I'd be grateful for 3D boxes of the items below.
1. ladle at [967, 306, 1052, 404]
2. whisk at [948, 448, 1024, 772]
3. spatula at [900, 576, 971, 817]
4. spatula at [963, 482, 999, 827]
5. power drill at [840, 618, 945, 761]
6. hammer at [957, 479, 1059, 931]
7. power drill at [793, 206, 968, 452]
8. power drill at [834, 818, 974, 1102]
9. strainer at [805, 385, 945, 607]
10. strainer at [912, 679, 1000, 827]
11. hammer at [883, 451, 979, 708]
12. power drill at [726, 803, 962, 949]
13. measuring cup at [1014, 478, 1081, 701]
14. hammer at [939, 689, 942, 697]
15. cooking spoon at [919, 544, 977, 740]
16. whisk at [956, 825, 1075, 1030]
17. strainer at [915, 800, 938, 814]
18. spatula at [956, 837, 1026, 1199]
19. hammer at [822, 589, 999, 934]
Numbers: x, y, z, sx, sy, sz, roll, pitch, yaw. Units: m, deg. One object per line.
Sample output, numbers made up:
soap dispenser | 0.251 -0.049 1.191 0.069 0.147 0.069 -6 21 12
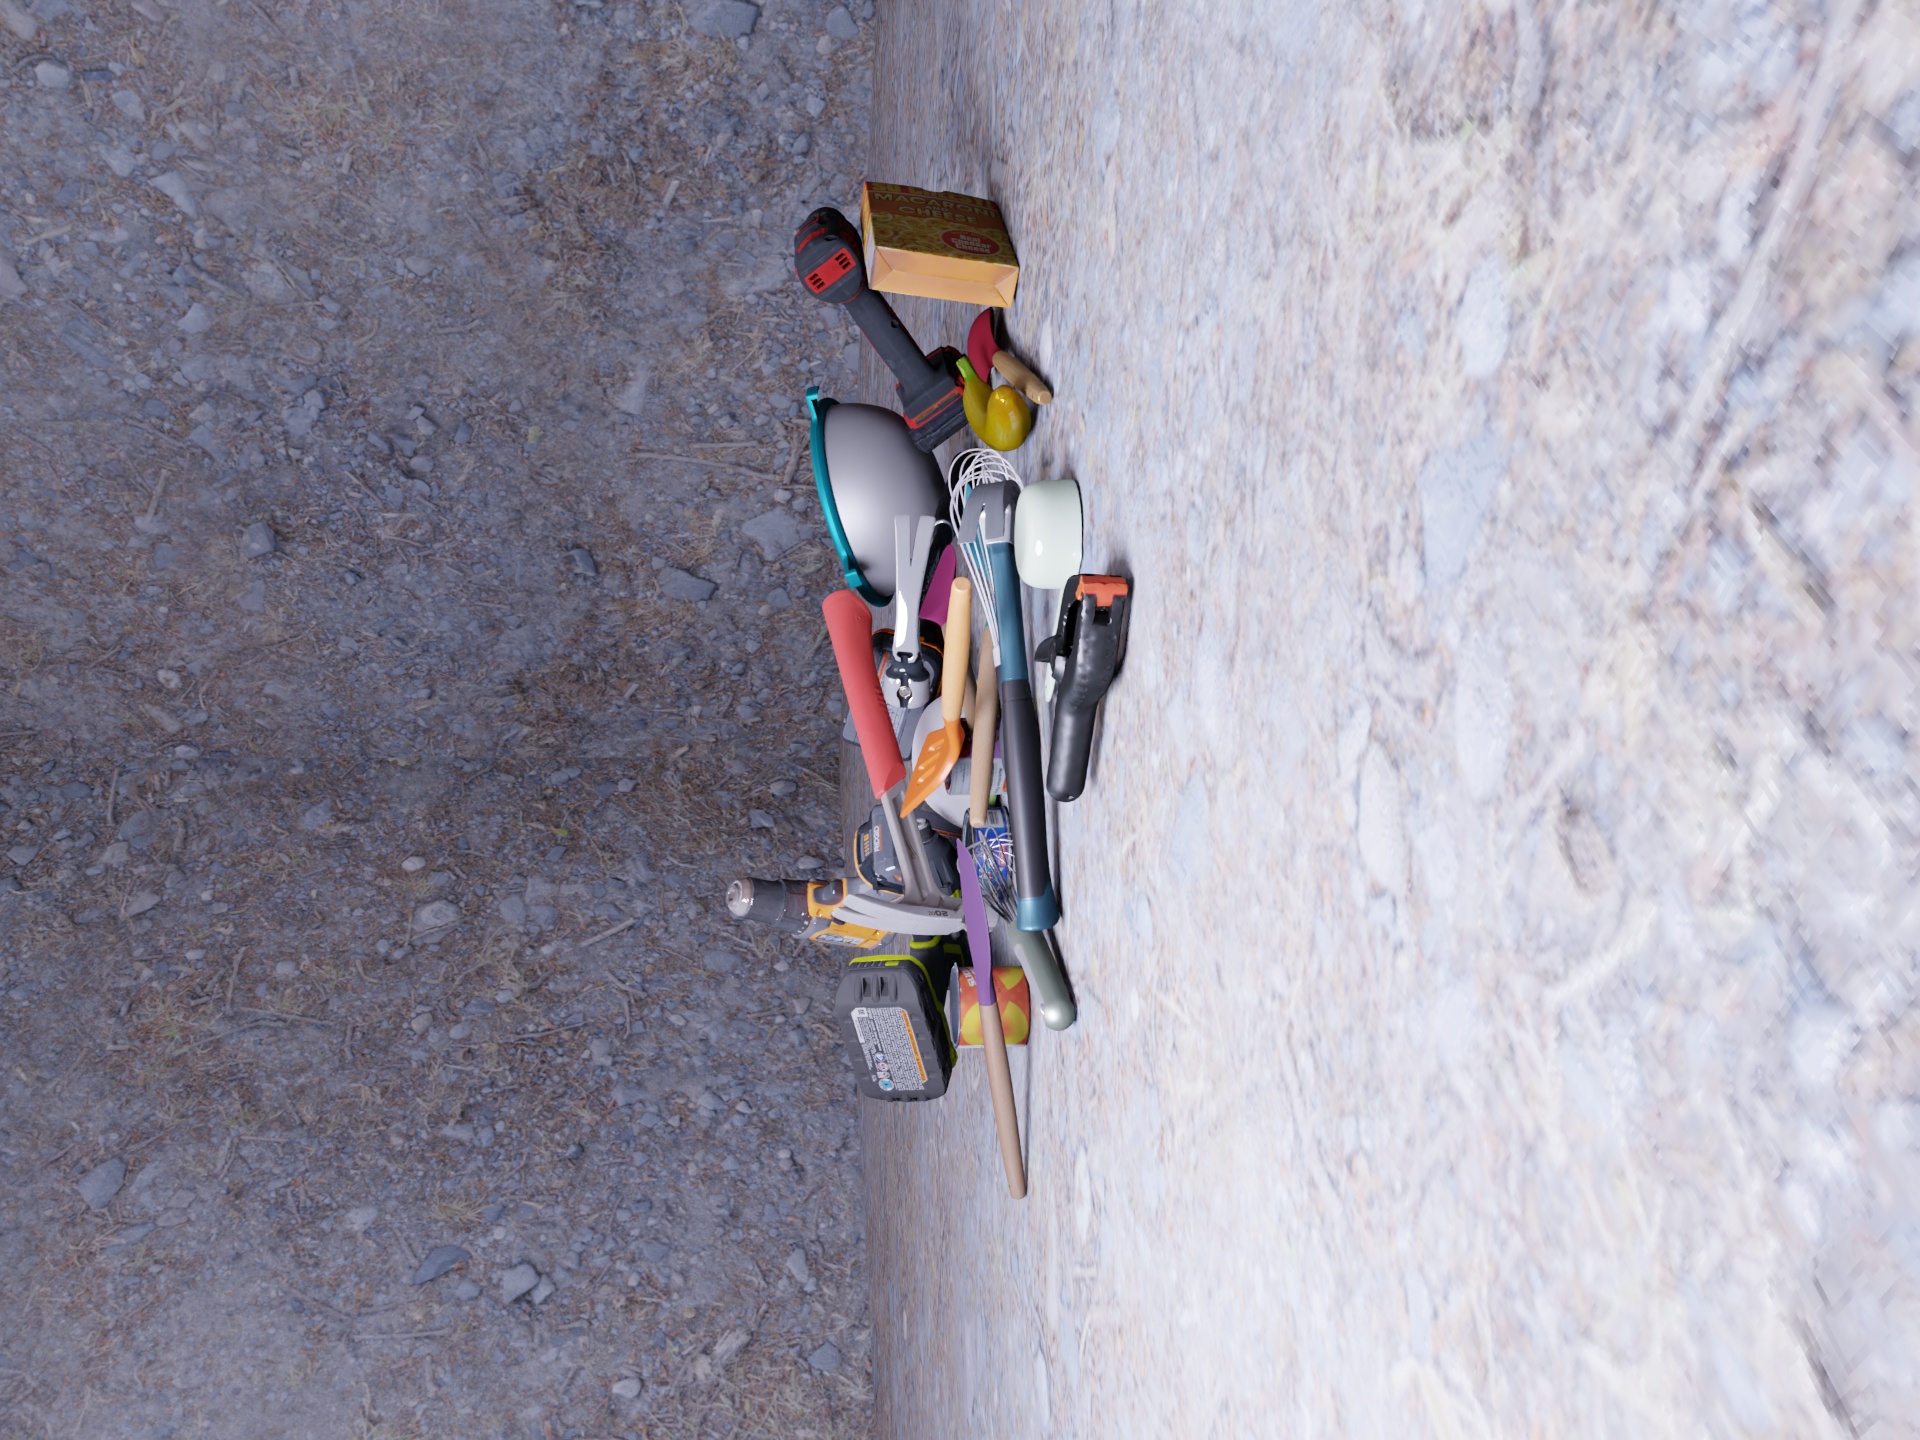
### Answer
ladle | 0.039 -0.293 1.314 0.316 0.031 0.069 -112 22 -67
whisk | 0.034 -0.081 1.249 0.070 0.070 0.285 118 146 -75
spatula | -0.015 -0.019 1.187 0.322 0.041 0.081 96 -169 -63
spatula | 0.014 -0.052 1.290 0.082 0.044 0.318 93 -179 -55
power drill | -0.057 -0.042 1.613 0.227 0.084 0.164 -69 -3 -68
hammer | 0.042 -0.014 1.154 0.128 0.033 0.331 17 -113 -72
power drill | -0.074 -0.378 1.487 0.226 0.080 0.188 49 -166 -26
power drill | -0.037 0.205 1.383 0.223 0.080 0.171 -68 -32 -58
strainer | -0.049 -0.221 1.615 0.340 0.095 0.211 7 -110 -75
strainer | -0.002 -0.005 1.439 0.152 0.069 0.256 -97 12 -46
hammer | -0.019 -0.162 1.382 0.409 0.036 0.149 -76 -10 -63
power drill | -0.107 0.159 1.570 0.226 0.185 0.084 -37 48 45
measuring cup | 0.055 -0.089 1.119 0.083 0.038 0.167 -104 17 -62
hammer | -0.034 0.059 1.756 0.146 0.035 0.335 44 -132 -79
cooking spoon | -0.005 -0.068 1.396 0.068 0.017 0.319 -50 28 22
whisk | 0.044 0.152 1.183 0.247 0.059 0.057 -114 13 -62
strainer | -0.011 0.040 1.637 0.086 0.050 0.258 -4 -78 -54
spatula | 0.025 0.238 1.221 0.060 0.018 0.315 -132 31 -64
hammer | -0.076 0.026 1.375 0.036 0.149 0.359 -50 44 36
